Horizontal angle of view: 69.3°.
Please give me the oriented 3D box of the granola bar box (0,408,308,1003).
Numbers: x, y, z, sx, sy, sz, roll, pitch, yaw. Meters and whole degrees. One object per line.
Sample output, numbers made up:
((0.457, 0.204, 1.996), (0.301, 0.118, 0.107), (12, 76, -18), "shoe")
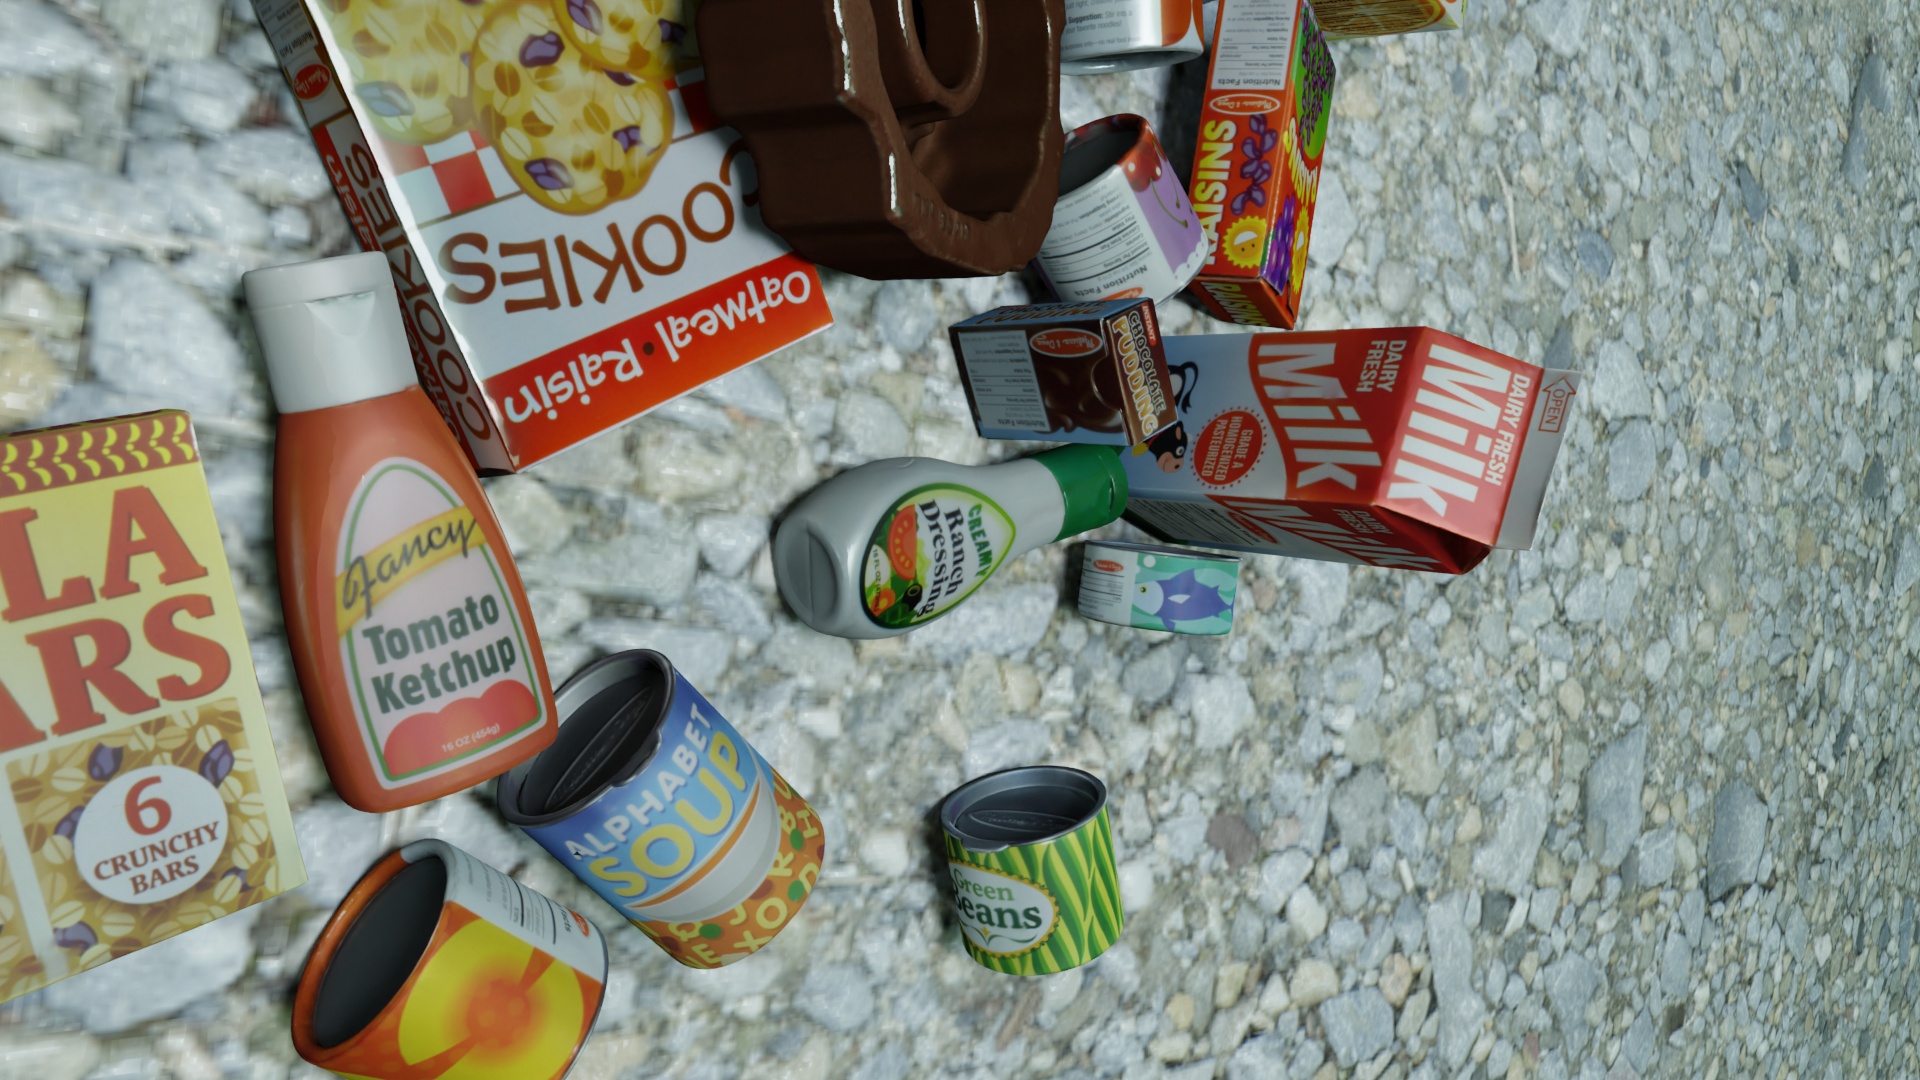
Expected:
((-0.245, 0.047, 0.299), (0.166, 0.039, 0.124), (-18, 103, -42), "granola bar box")

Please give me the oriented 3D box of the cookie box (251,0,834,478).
((-0.119, -0.119, 0.412), (0.123, 0.040, 0.167), (-32, 114, -35), "cookie box")

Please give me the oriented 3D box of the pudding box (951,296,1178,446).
((0.038, -0.063, 0.526), (0.030, 0.083, 0.049), (-29, 113, -35), "pudding box")

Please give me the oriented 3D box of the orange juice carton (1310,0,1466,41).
((0.156, -0.276, 0.583), (0.193, 0.073, 0.071), (1, 94, -57), "orange juice carton")

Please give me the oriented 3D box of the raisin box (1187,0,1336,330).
((0.132, -0.163, 0.608), (0.086, 0.040, 0.123), (14, 85, -67), "raisin box")

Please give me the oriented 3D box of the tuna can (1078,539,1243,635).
((0.085, 0.019, 0.587), (0.071, 0.071, 0.033), (4, 93, -41), "tuna can")

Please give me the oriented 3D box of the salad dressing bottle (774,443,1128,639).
((0.002, -0.007, 0.526), (0.148, 0.044, 0.064), (-19, 117, -39), "salad dressing bottle")

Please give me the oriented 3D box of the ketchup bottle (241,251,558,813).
((-0.160, -0.003, 0.386), (0.065, 0.043, 0.148), (-21, 107, -38), "ketchup bottle")

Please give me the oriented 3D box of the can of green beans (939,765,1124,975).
((0.029, 0.129, 0.550), (0.071, 0.071, 0.057), (-21, 109, -38), "can of green beans")

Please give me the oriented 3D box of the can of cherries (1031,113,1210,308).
((0.057, -0.127, 0.550), (0.072, 0.071, 0.058), (-51, 123, -25), "can of cherries")

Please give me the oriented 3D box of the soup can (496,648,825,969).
((-0.091, 0.086, 0.437), (0.071, 0.071, 0.083), (-53, 125, -24), "soup can")

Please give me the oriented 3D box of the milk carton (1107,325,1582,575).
((0.143, -0.036, 0.549), (0.073, 0.190, 0.072), (29, 76, -40), "milk carton")

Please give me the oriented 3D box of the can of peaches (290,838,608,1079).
((-0.146, 0.129, 0.396), (0.058, 0.071, 0.071), (45, 66, -34), "can of peaches")

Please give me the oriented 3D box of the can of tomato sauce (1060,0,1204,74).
((0.061, -0.229, 0.541), (0.071, 0.071, 0.083), (-14, 105, -39), "can of tomato sauce")

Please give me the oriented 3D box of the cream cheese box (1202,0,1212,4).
((0.097, -0.290, 0.593), (0.053, 0.024, 0.103), (6, 91, -40), "cream cheese box")
